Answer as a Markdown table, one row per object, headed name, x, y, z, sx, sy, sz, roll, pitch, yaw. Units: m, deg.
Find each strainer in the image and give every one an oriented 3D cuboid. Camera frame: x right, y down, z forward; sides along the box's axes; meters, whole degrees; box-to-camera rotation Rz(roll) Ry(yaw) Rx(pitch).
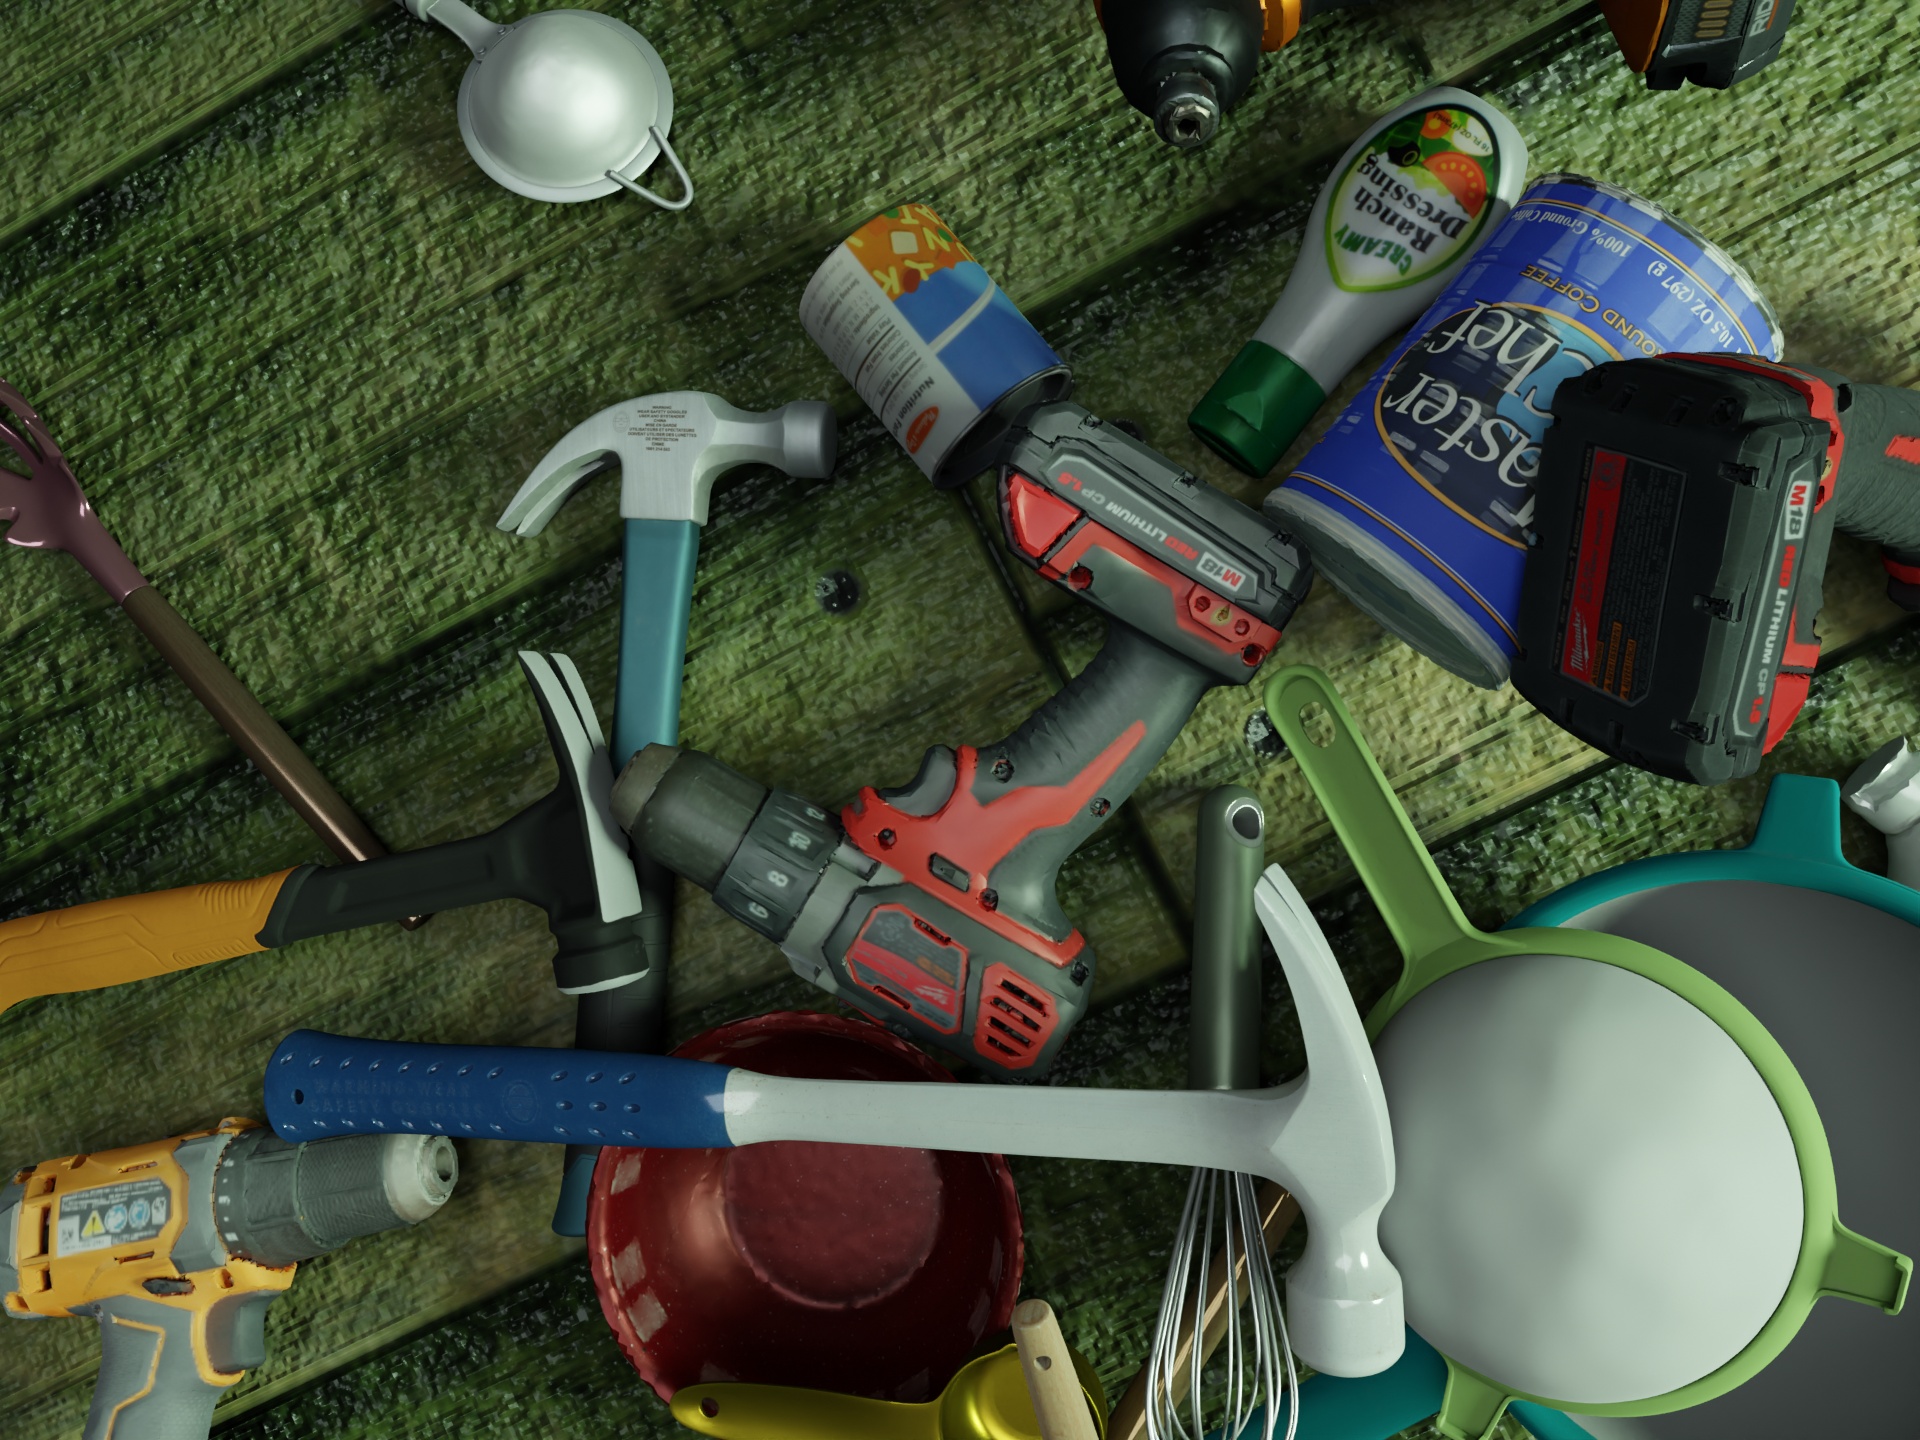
| name | x | y | z | sx | sy | sz | roll | pitch | yaw |
| --- | --- | --- | --- | --- | --- | --- | --- | --- | --- |
| strainer | 0.217 | 0.184 | 0.543 | 0.340 | 0.095 | 0.211 | -43 | 68 | 27 |
| strainer | -0.212 | -0.290 | 0.645 | 0.258 | 0.050 | 0.087 | 37 | 79 | 12 |
| strainer | 0.151 | 0.094 | 0.488 | 0.151 | 0.069 | 0.256 | -34 | 73 | 28 |

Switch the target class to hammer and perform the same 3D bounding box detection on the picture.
| name | x | y | z | sx | sy | sz | roll | pitch | yaw |
| --- | --- | --- | --- | --- | --- | --- | --- | --- | --- |
| hammer | -0.065 | 0.123 | 0.529 | 0.405 | 0.035 | 0.144 | -3 | 95 | 22 |
| hammer | -0.286 | 0.070 | 0.629 | 0.337 | 0.034 | 0.127 | -13 | 88 | 16 |
| hammer | -0.125 | 0.036 | 0.623 | 0.128 | 0.033 | 0.331 | 5 | 89 | 9 |

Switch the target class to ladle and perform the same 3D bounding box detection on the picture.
| name | x | y | z | sx | sy | sz | roll | pitch | yaw |
| --- | --- | --- | --- | --- | --- | --- | --- | --- | --- |
| ladle | 0.044 | 0.283 | 0.563 | 0.078 | 0.062 | 0.320 | 30 | 83 | 37 |

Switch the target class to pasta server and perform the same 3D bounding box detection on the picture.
| name | x | y | z | sx | sy | sz | roll | pitch | yaw |
| --- | --- | --- | --- | --- | --- | --- | --- | --- | --- |
| pasta server | -0.329 | -0.031 | 0.657 | 0.316 | 0.040 | 0.060 | 47 | 105 | 7 |

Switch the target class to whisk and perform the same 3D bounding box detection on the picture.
| name | x | y | z | sx | sy | sz | roll | pitch | yaw |
| --- | --- | --- | --- | --- | --- | --- | --- | --- | --- |
| whisk | 0.091 | 0.139 | 0.551 | 0.057 | 0.059 | 0.246 | 15 | 67 | -23 |

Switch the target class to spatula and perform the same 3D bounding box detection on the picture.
| name | x | y | z | sx | sy | sz | roll | pitch | yaw |
| --- | --- | --- | --- | --- | --- | --- | --- | --- | --- |
| spatula | 0.059 | 0.318 | 0.531 | 0.060 | 0.018 | 0.315 | -13 | 112 | 4 |

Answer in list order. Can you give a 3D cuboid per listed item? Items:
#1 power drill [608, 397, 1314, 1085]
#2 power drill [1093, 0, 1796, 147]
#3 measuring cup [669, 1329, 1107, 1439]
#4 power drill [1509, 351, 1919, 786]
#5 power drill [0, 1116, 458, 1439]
| name | x | y | z | sx | sy | sz | roll | pitch | yaw |
| --- | --- | --- | --- | --- | --- | --- | --- | --- | --- |
| power drill | -0.001 | -0.002 | 0.571 | 0.188 | 0.080 | 0.226 | 30 | 97 | -2 |
| power drill | 0.157 | -0.261 | 0.537 | 0.226 | 0.084 | 0.164 | -1 | 60 | 10 |
| measuring cup | -0.025 | 0.238 | 0.553 | 0.156 | 0.029 | 0.062 | -3 | 93 | 16 |
| power drill | 0.288 | -0.052 | 0.496 | 0.219 | 0.079 | 0.143 | -9 | 114 | -21 |
| power drill | -0.276 | 0.265 | 0.602 | 0.185 | 0.084 | 0.226 | -13 | 68 | 8 |
